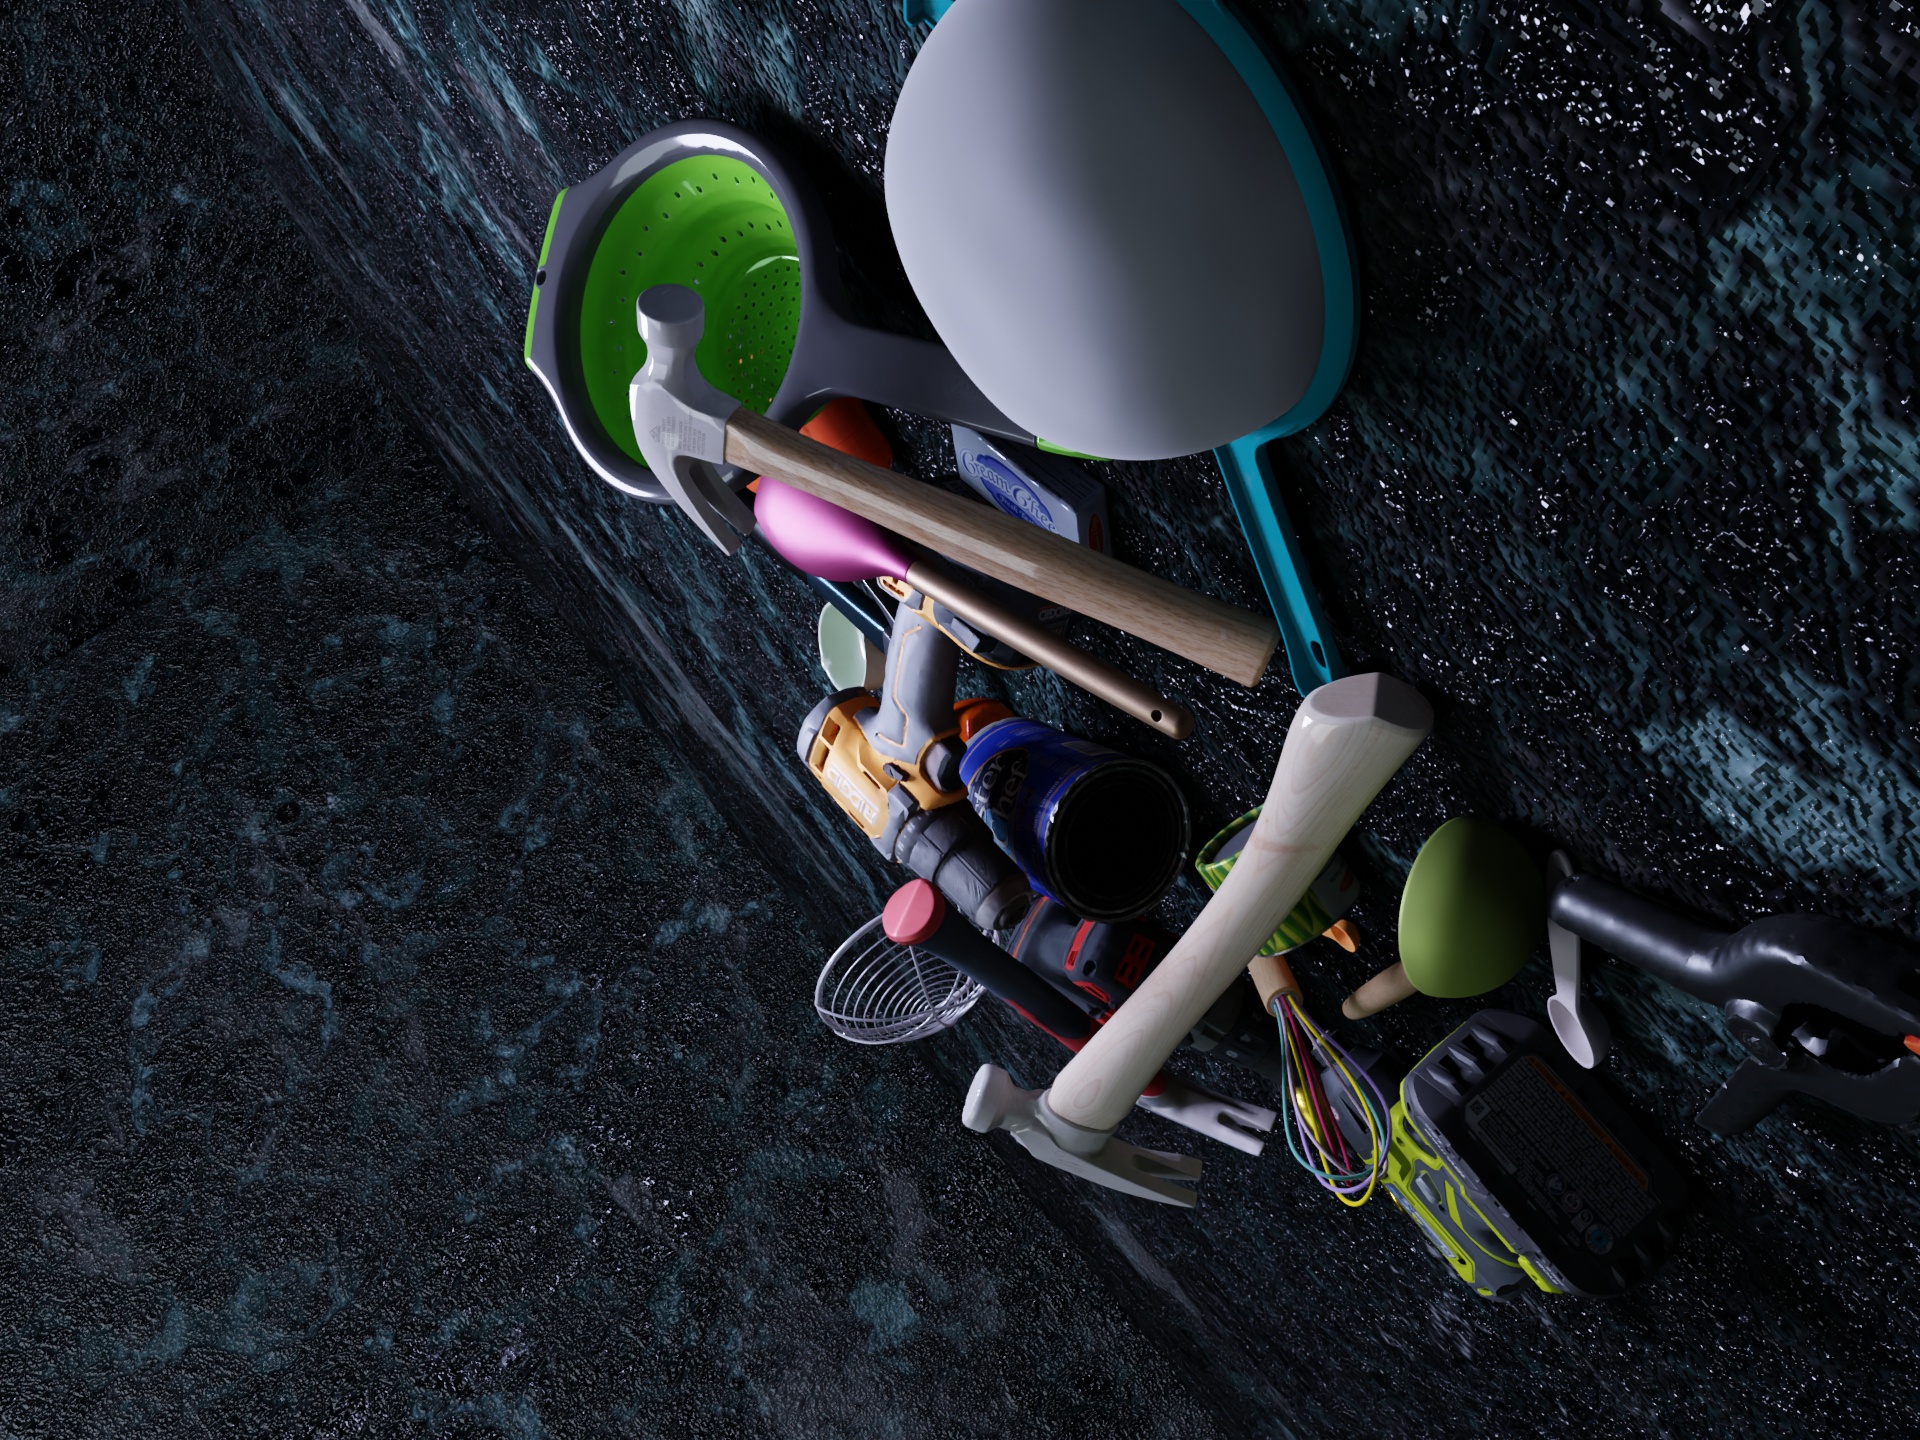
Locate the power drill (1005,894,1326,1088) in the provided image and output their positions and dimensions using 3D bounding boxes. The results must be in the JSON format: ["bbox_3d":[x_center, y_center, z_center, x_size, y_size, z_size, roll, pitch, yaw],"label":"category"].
[{"bbox_3d":[0.135,0.186,1.091,0.188,0.080,0.227,30,169,-10],"label":"power drill"}]

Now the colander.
[{"bbox_3d":[-0.064,-0.193,0.843,0.397,0.204,0.094,22,-167,32],"label":"colander"}]

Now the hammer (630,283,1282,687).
[{"bbox_3d":[-0.008,-0.092,0.756,0.331,0.031,0.130,24,141,9],"label":"hammer"}]

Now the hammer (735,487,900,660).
[{"bbox_3d":[-0.116,-0.118,1.199,0.331,0.033,0.128,42,150,36],"label":"hammer"}]

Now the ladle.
[{"bbox_3d":[0.216,0.117,0.784,0.062,0.078,0.320,26,165,9],"label":"ladle"}]

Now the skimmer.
[{"bbox_3d":[-0.002,0.125,1.118,0.090,0.127,0.363,39,-162,1],"label":"skimmer"}]

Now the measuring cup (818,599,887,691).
[{"bbox_3d":[-0.063,-0.018,1.249,0.083,0.038,0.168,-33,76,58],"label":"measuring cup"}]

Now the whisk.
[{"bbox_3d":[0.182,0.171,0.871,0.245,0.051,0.047,-103,-5,-62],"label":"whisk"}]

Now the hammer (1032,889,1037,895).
[{"bbox_3d":[-0.002,0.078,1.252,0.127,0.034,0.336,50,178,14],"label":"hammer"}]

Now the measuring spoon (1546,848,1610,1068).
[{"bbox_3d":[0.265,0.100,0.680,0.034,0.018,0.124,-119,9,-56],"label":"measuring spoon"}]

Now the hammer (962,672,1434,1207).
[{"bbox_3d":[0.129,0.127,0.799,0.146,0.038,0.410,22,136,-3],"label":"hammer"}]

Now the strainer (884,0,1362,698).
[{"bbox_3d":[0.064,-0.123,0.611,0.211,0.095,0.340,28,150,58],"label":"strainer"}]

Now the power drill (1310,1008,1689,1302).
[{"bbox_3d":[0.268,0.226,0.839,0.171,0.080,0.223,49,168,12],"label":"power drill"}]

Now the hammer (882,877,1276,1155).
[{"bbox_3d":[0.073,0.186,0.974,0.143,0.038,0.385,16,163,35],"label":"hammer"}]

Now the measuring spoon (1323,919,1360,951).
[{"bbox_3d":[0.194,0.106,0.915,0.021,0.011,0.117,59,168,-23],"label":"measuring spoon"}]

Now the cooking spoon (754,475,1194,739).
[{"bbox_3d":[-0.006,-0.067,0.828,0.319,0.017,0.068,32,112,34],"label":"cooking spoon"}]

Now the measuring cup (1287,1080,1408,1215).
[{"bbox_3d":[0.244,0.272,1.009,0.062,0.029,0.157,56,-176,-17],"label":"measuring cup"}]

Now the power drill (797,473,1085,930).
[{"bbox_3d":[-0.001,-0.003,0.918,0.185,0.084,0.226,45,131,28],"label":"power drill"}]
